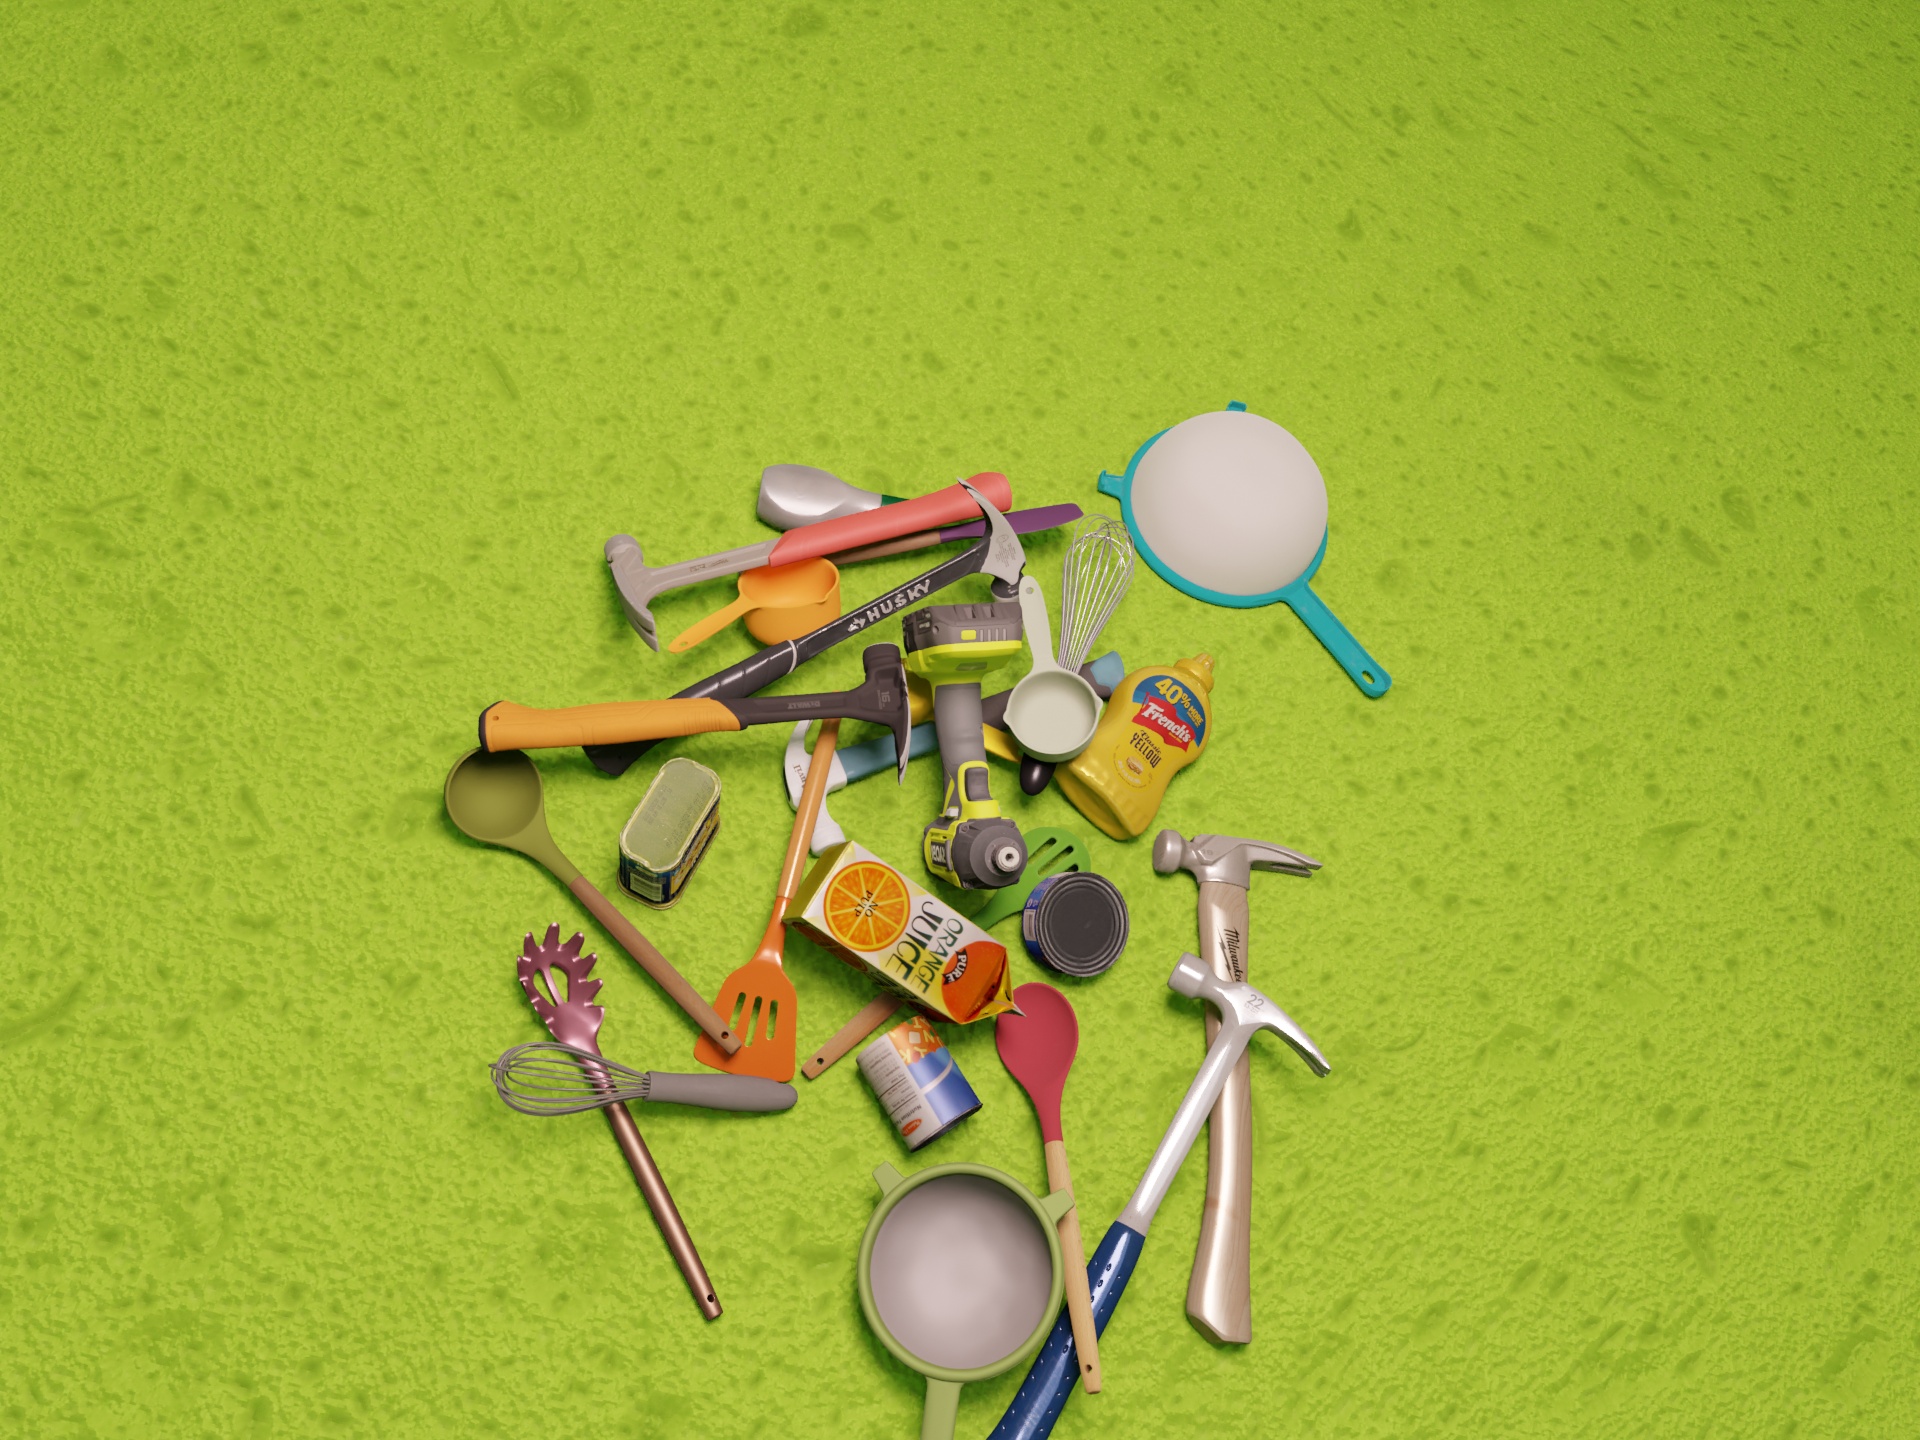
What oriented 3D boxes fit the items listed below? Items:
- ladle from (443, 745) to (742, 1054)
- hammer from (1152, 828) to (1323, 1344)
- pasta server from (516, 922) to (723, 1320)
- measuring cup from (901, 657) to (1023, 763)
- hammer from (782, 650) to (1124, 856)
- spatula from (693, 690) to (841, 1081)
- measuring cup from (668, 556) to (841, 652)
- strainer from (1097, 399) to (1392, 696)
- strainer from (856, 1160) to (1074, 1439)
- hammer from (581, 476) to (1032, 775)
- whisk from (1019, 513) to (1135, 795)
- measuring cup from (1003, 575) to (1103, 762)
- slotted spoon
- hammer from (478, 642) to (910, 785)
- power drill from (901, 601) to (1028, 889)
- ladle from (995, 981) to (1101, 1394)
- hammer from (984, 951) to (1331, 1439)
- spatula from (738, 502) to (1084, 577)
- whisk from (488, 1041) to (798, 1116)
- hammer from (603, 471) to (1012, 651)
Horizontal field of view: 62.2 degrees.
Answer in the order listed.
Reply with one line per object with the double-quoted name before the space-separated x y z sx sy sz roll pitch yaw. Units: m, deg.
"ladle" -0.284 0.141 1.240 0.320 0.062 0.078 43 69 12
"hammer" 0.228 0.289 1.297 0.146 0.038 0.411 9 64 -9
"pasta server" -0.252 0.299 1.191 0.060 0.040 0.316 -19 70 -35
"measuring cup" -0.002 -0.004 1.356 0.156 0.029 0.062 26 63 -2
"hammer" 0.000 0.006 1.387 0.331 0.033 0.128 -19 71 -20
"spatula" -0.136 0.124 1.283 0.081 0.041 0.323 12 66 1
"measuring cup" -0.176 -0.082 1.362 0.095 0.052 0.173 30 50 34
"strainer" 0.303 -0.172 1.501 0.211 0.095 0.340 -31 73 -23
"strainer" -0.004 0.454 1.152 0.151 0.069 0.256 6 71 10
"hammer" -0.128 -0.065 1.337 0.409 0.149 0.036 -28 47 -10
"whisk" 0.099 -0.060 1.394 0.070 0.070 0.285 19 65 -2
"measuring cup" 0.070 -0.042 1.341 0.083 0.038 0.168 -9 66 0
"slotted spoon" -0.007 0.188 1.302 0.314 0.031 0.070 -38 82 -23
"hammer" -0.207 0.003 1.254 0.337 0.034 0.127 -4 50 -6
"power drill" 0.010 0.022 1.263 0.080 0.171 0.223 -4 89 -15
"ladle" 0.076 0.345 1.204 0.069 0.031 0.316 -19 51 13
"hammer" 0.139 0.379 1.206 0.144 0.035 0.406 28 69 13
"spatula" -0.044 -0.161 1.434 0.316 0.018 0.060 -11 27 -4
"whisk" -0.230 0.270 1.177 0.238 0.055 0.055 12 61 -27
"hammer" -0.120 -0.152 1.377 0.359 0.036 0.149 -16 40 -17
